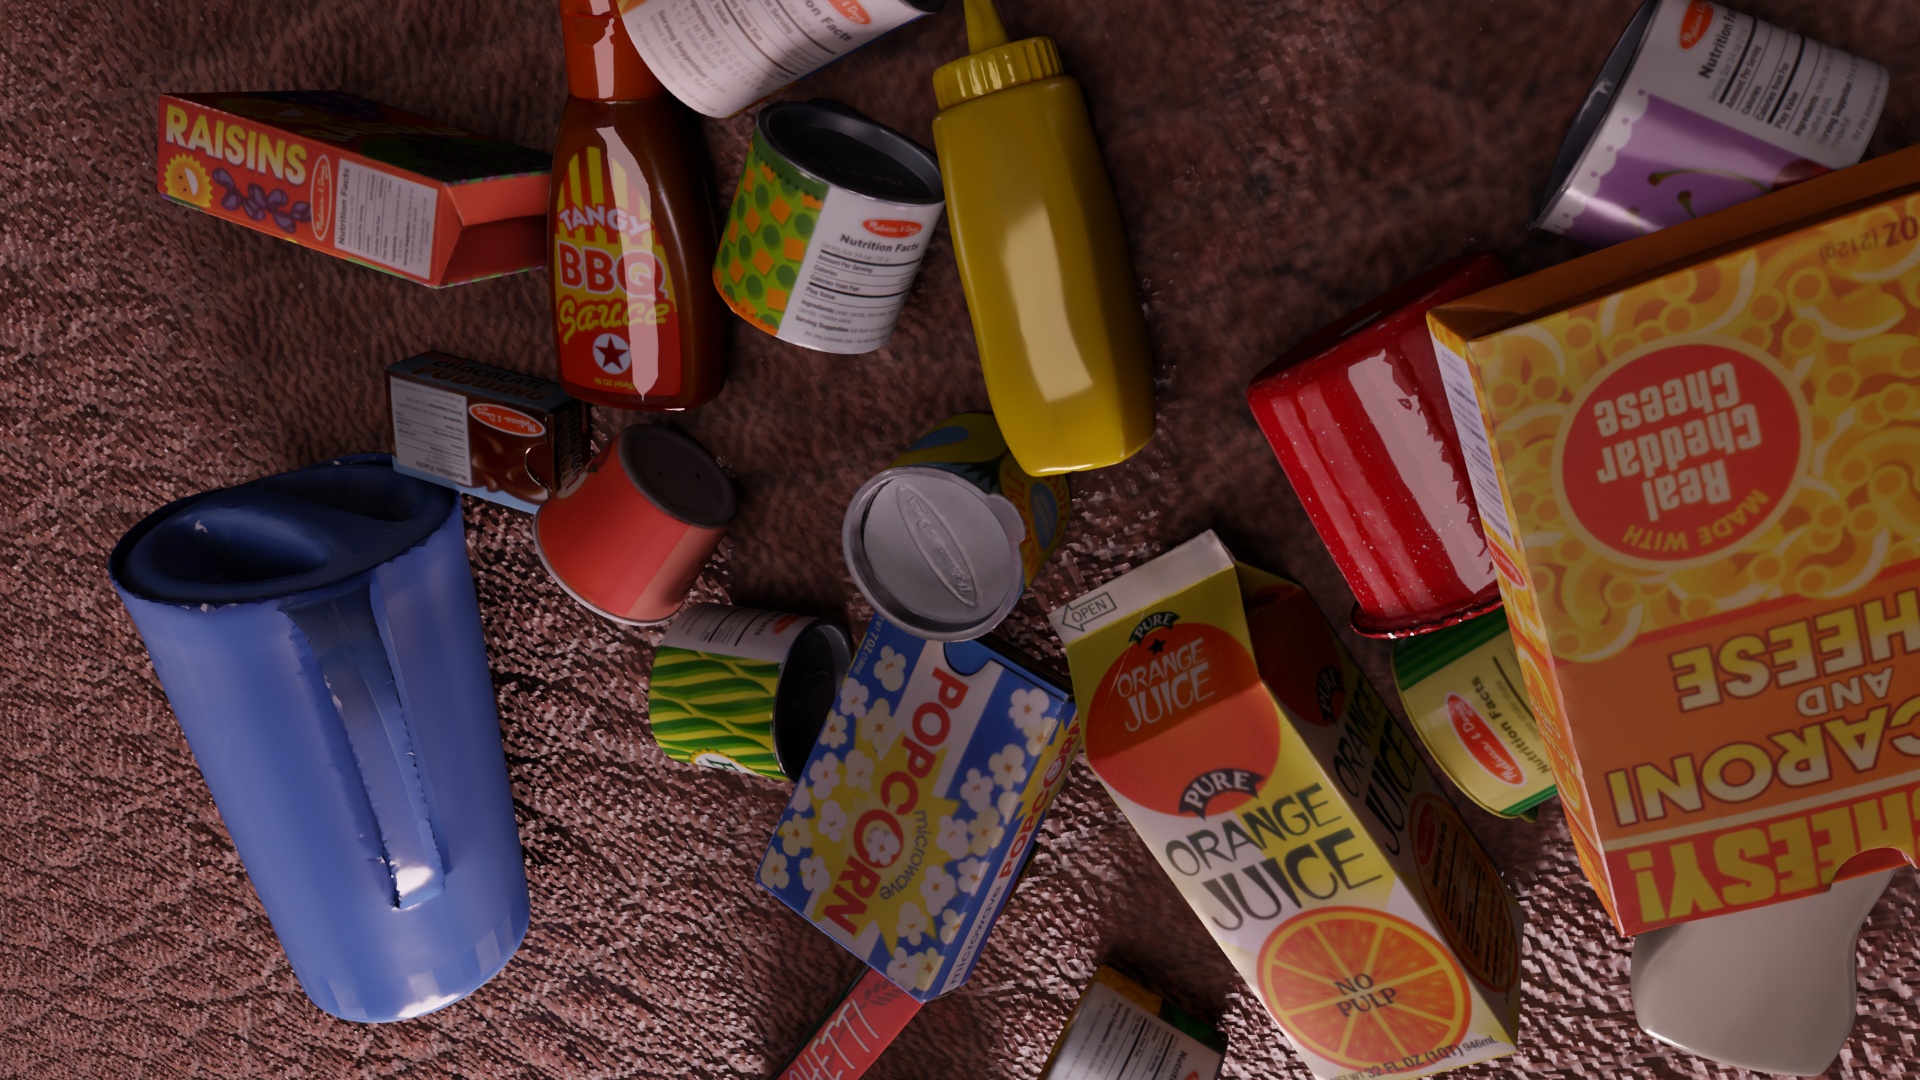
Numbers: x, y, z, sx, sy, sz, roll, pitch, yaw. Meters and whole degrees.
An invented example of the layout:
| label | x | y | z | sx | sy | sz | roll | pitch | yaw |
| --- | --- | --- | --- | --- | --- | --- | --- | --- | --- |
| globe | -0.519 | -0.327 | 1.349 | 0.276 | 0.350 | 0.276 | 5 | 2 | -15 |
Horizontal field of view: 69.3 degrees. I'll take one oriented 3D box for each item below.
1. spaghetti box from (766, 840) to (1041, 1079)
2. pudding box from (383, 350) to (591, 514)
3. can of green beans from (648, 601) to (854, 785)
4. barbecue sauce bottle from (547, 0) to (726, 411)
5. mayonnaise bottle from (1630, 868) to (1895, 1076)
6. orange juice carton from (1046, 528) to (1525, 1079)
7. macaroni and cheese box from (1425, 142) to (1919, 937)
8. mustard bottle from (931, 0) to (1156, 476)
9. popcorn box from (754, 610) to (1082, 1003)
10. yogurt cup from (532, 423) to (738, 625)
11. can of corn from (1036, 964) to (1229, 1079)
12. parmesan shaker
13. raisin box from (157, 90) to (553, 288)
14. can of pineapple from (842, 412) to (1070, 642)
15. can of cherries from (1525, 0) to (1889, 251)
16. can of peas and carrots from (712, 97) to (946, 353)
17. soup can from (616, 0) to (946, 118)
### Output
| label | x | y | z | sx | sy | sz | roll | pitch | yaw |
| --- | --- | --- | --- | --- | --- | --- | --- | --- | --- |
| spaghetti box | -0.043 | 0.212 | 0.619 | 0.029 | 0.050 | 0.248 | 37 | 123 | 5 |
| pudding box | -0.196 | -0.044 | 0.577 | 0.084 | 0.030 | 0.049 | 15 | 118 | 17 |
| can of green beans | -0.082 | 0.060 | 0.555 | 0.058 | 0.071 | 0.071 | 6 | 116 | 22 |
| barbecue sauce bottle | -0.119 | -0.123 | 0.498 | 0.065 | 0.044 | 0.147 | 10 | 117 | 15 |
| mayonnaise bottle | 0.260 | 0.099 | 0.439 | 0.065 | 0.041 | 0.147 | 10 | 116 | 18 |
| orange juice carton | 0.111 | 0.088 | 0.479 | 0.071 | 0.073 | 0.192 | -31 | 98 | 32 |
| macaroni and cheese box | 0.196 | 0.005 | 0.333 | 0.123 | 0.040 | 0.166 | -18 | 108 | 11 |
| mustard bottle | 0.023 | -0.103 | 0.436 | 0.049 | 0.065 | 0.160 | -10 | 103 | 22 |
| popcorn box | -0.013 | 0.093 | 0.519 | 0.085 | 0.038 | 0.126 | 28 | 98 | 28 |
| yogurt cup | -0.124 | -0.008 | 0.544 | 0.072 | 0.073 | 0.053 | 44 | 115 | -1 |
| can of corn | 0.067 | 0.216 | 0.565 | 0.058 | 0.071 | 0.070 | 28 | 122 | 10 |
| parmesan shaker | 0.195 | 0.034 | 0.420 | 0.071 | 0.071 | 0.102 | 48 | 122 | -3 |
| raisin box | -0.213 | -0.132 | 0.510 | 0.123 | 0.086 | 0.040 | 20 | 114 | 14 |
| can of pineapple | 0.002 | -0.006 | 0.491 | 0.071 | 0.058 | 0.070 | 10 | 117 | 19 |
| can of cherries | 0.191 | -0.100 | 0.361 | 0.058 | 0.072 | 0.071 | 25 | 121 | 10 |
| can of peas and carrots | -0.044 | -0.105 | 0.462 | 0.071 | 0.071 | 0.058 | 30 | 123 | 8 |
| soup can | -0.055 | -0.180 | 0.432 | 0.083 | 0.072 | 0.071 | -16 | 106 | 30 |
